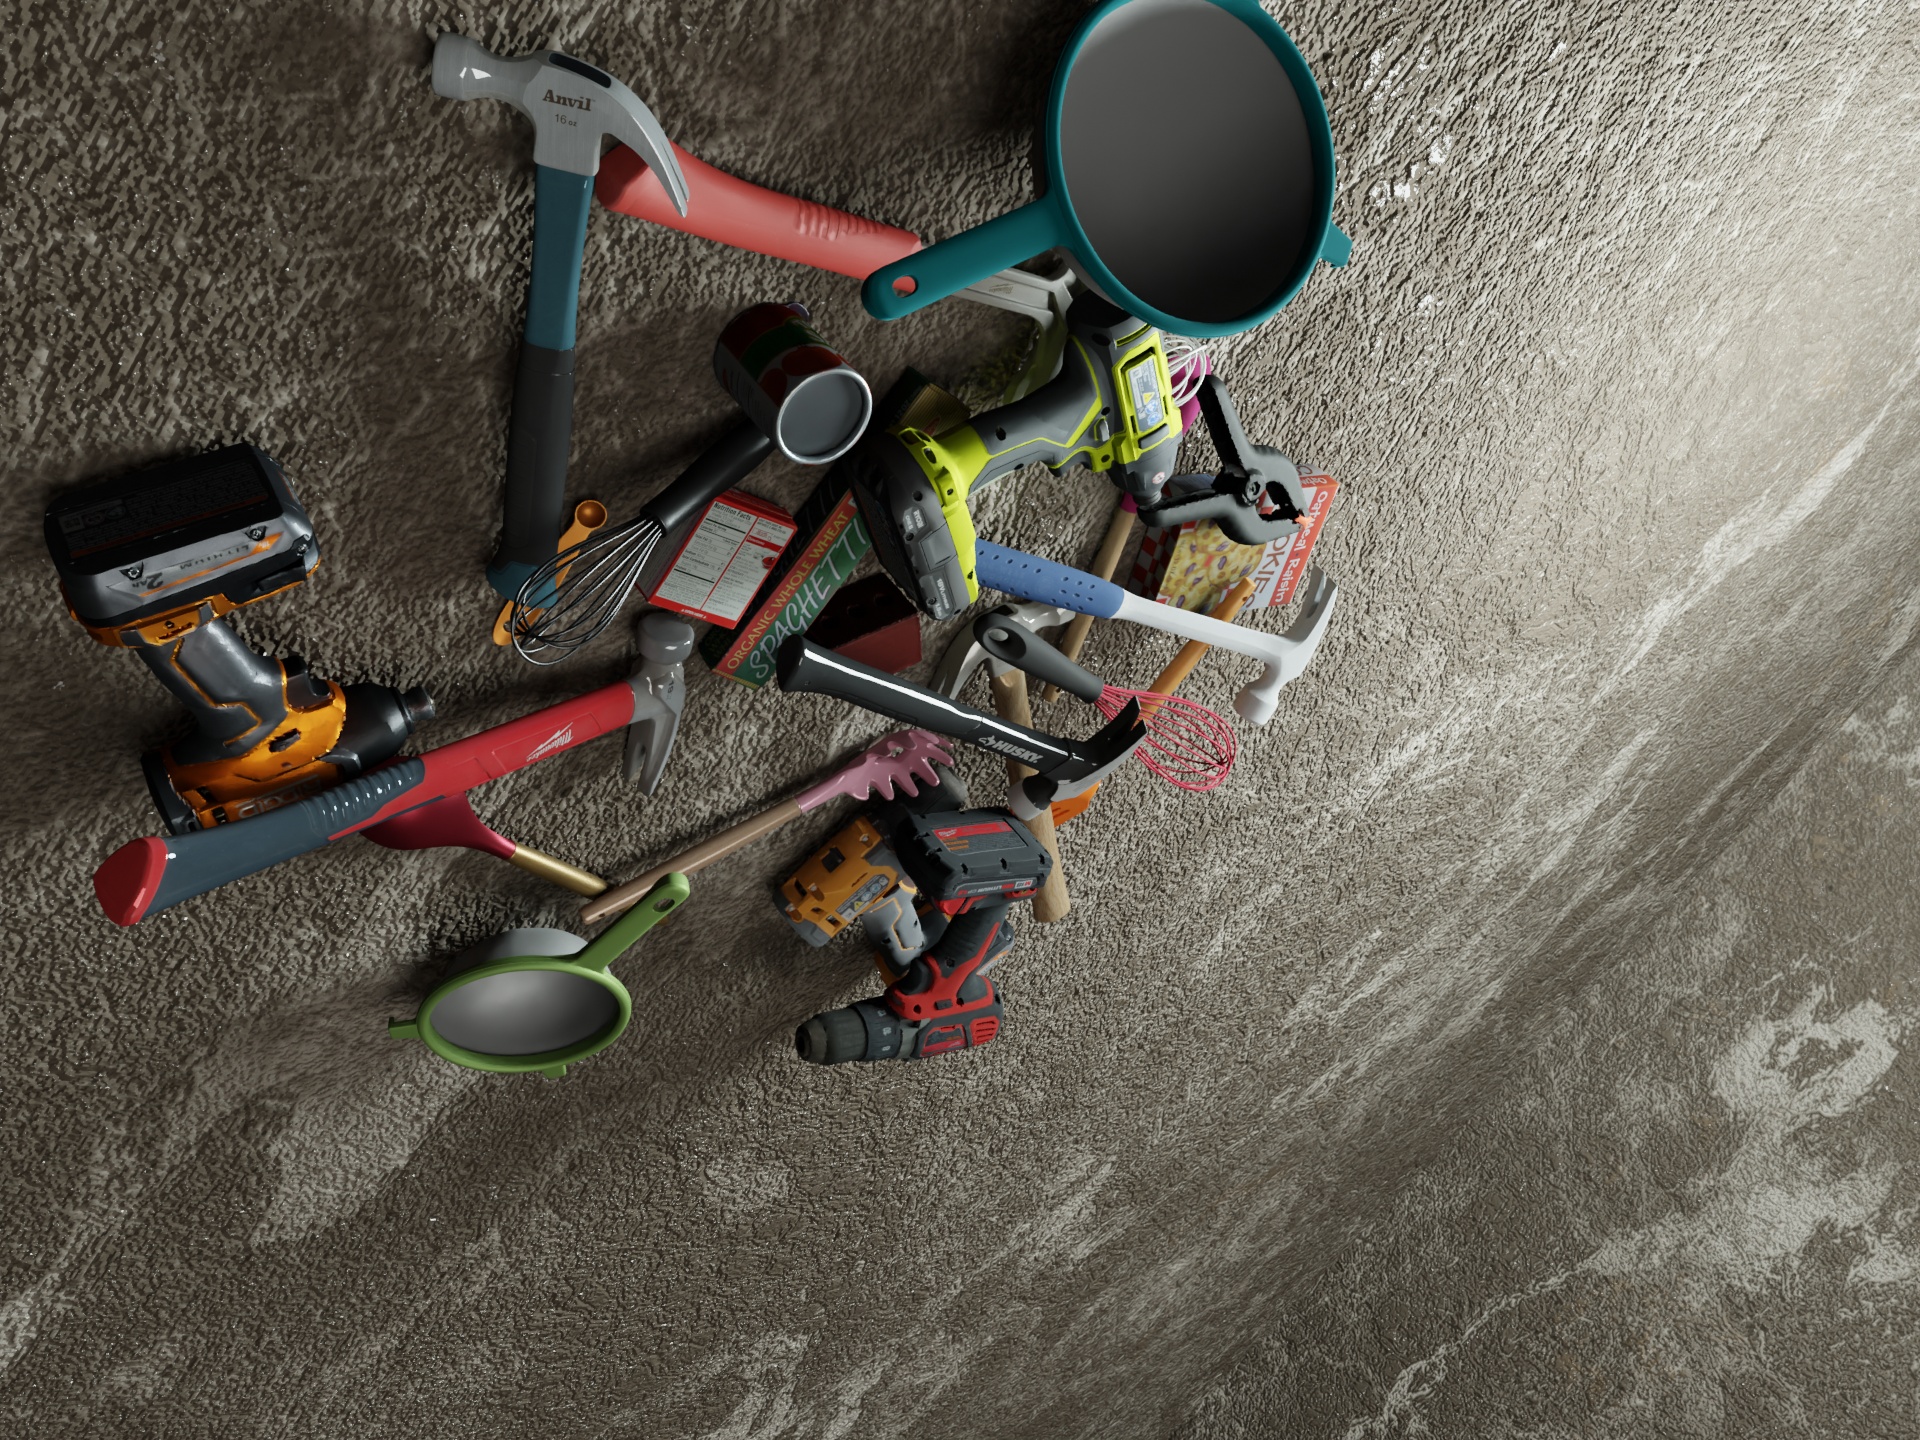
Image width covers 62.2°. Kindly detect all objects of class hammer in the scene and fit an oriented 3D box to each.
[{"bbox_3d":[-0.323,0.046,0.966,0.386,0.038,0.143,-26,146,-46],"label":"hammer"},{"bbox_3d":[0.132,-0.095,1.245,0.405,0.035,0.144,13,119,-34],"label":"hammer"},{"bbox_3d":[0.053,0.046,1.340,0.130,0.031,0.331,-25,129,-16],"label":"hammer"},{"bbox_3d":[-0.057,-0.276,0.965,0.359,0.037,0.149,1,126,-42],"label":"hammer"},{"bbox_3d":[-0.002,-0.004,1.170,0.146,0.035,0.334,-34,144,31],"label":"hammer"},{"bbox_3d":[-0.228,-0.197,0.873,0.128,0.033,0.330,9,131,-12],"label":"hammer"}]

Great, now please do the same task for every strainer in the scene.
[{"bbox_3d":[0.070,-0.307,0.958,0.340,0.095,0.211,-30,107,-22],"label":"strainer"},{"bbox_3d":[-0.284,0.164,1.148,0.256,0.069,0.151,-39,135,25],"label":"strainer"}]

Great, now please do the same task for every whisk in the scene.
[{"bbox_3d":[0.070,-0.209,1.133,0.246,0.058,0.059,-30,-176,-7],"label":"whisk"},{"bbox_3d":[0.121,-0.017,1.285,0.295,0.073,0.073,28,108,-34],"label":"whisk"},{"bbox_3d":[-0.182,-0.118,0.959,0.239,0.055,0.055,-47,148,-28],"label":"whisk"}]

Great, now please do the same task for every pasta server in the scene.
[{"bbox_3d":[-0.146,0.083,1.229,0.316,0.040,0.060,-27,144,-22],"label":"pasta server"}]

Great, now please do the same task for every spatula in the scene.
[{"bbox_3d":[0.144,-0.003,1.384,0.081,0.041,0.322,15,121,-45],"label":"spatula"}]

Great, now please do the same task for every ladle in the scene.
[{"bbox_3d":[-0.307,0.100,1.134,0.069,0.031,0.315,-45,144,5],"label":"ladle"}]

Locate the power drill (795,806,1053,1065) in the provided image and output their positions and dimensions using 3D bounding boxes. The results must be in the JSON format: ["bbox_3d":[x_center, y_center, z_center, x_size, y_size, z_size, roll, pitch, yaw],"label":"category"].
[{"bbox_3d":[-0.032,0.189,1.302,0.187,0.080,0.226,-4,124,-33],"label":"power drill"}]

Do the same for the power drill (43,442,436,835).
[{"bbox_3d":[-0.389,-0.037,0.883,0.164,0.084,0.226,-23,144,-23],"label":"power drill"}]

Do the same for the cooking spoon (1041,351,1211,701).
[{"bbox_3d":[0.125,-0.146,1.264,0.068,0.017,0.318,-5,129,-37],"label":"cooking spoon"}]

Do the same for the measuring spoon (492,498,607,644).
[{"bbox_3d":[-0.259,-0.093,0.995,0.021,0.011,0.117,31,108,-28],"label":"measuring spoon"}]

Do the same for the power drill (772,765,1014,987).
[{"bbox_3d":[-0.035,0.146,1.373,0.185,0.084,0.226,-42,138,-1],"label":"power drill"}]

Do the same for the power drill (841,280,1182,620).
[{"bbox_3d":[0.046,-0.170,1.066,0.223,0.080,0.171,-32,139,-10],"label":"power drill"}]
